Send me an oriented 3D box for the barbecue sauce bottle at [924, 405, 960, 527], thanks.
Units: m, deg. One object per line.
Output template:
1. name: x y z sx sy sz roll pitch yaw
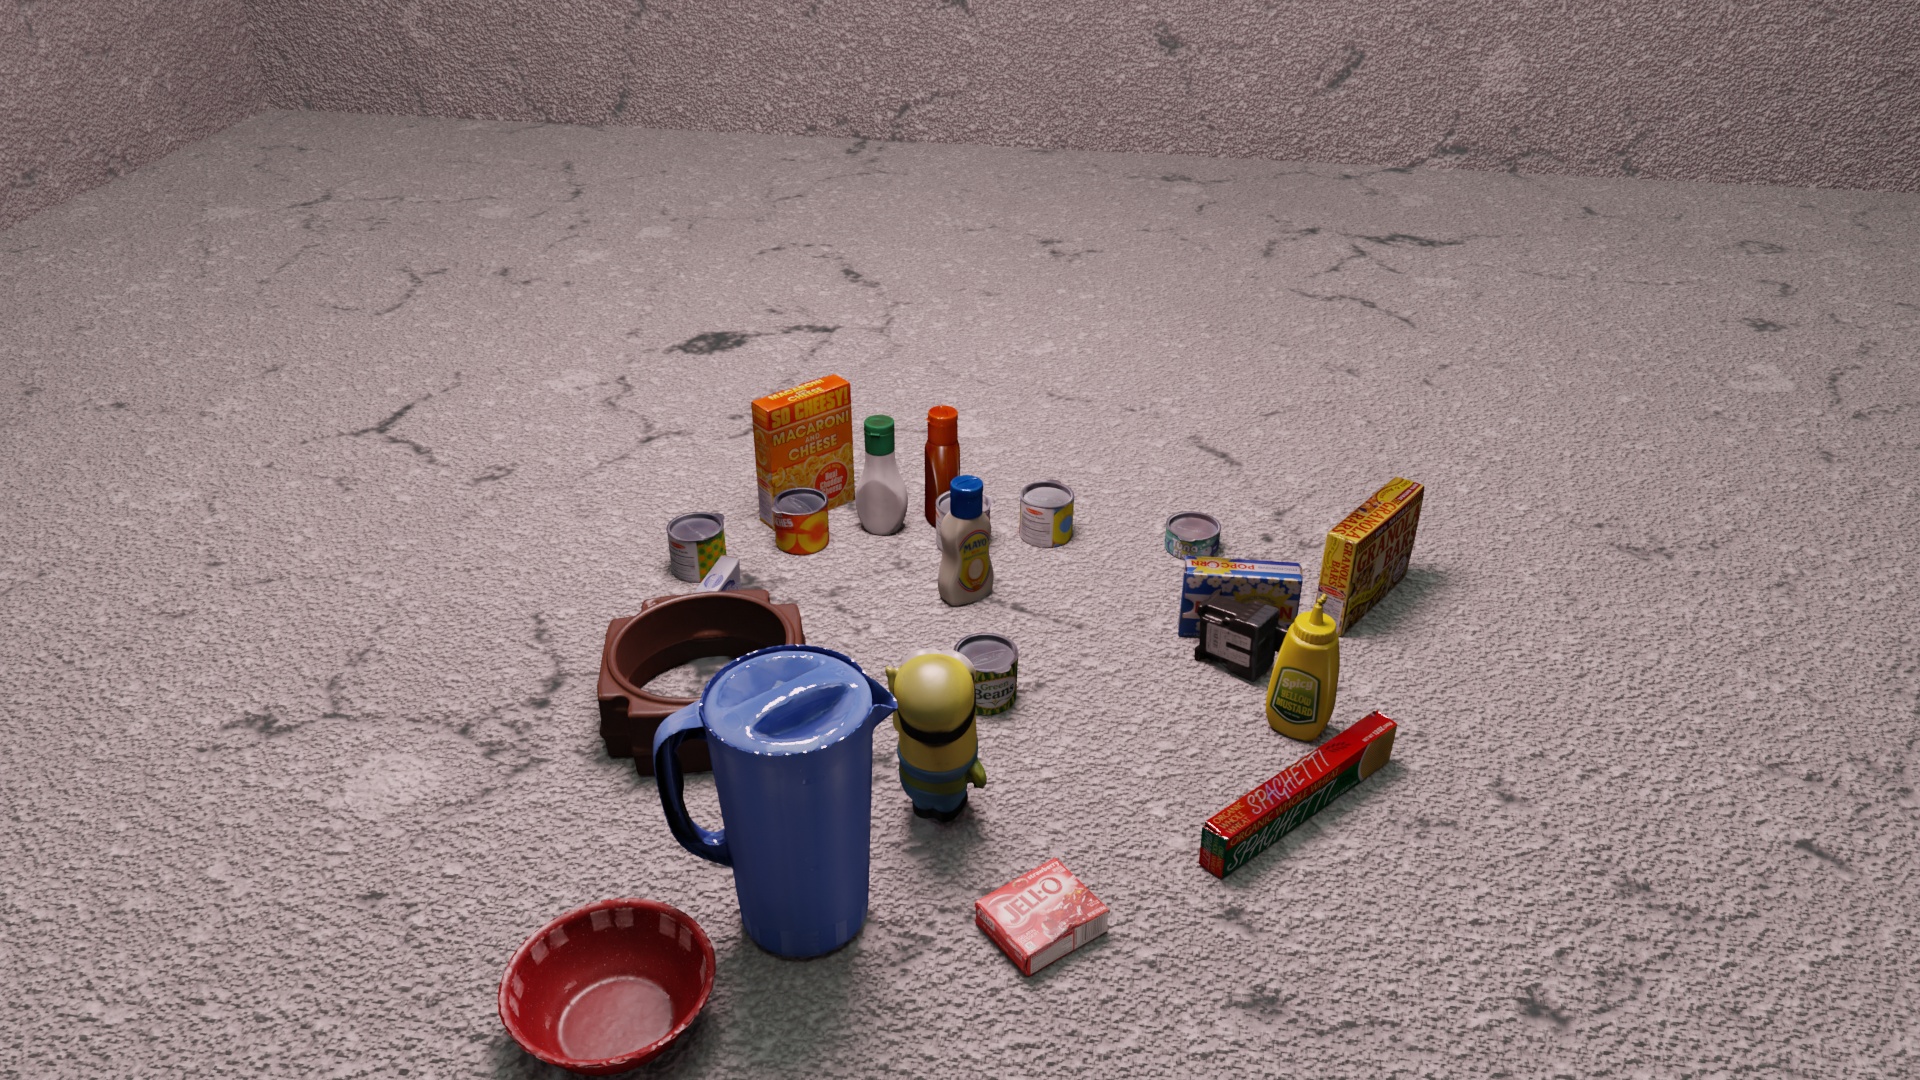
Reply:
1. barbecue sauce bottle: -0.022 -0.091 1.696 0.044 0.147 0.065 -7 32 -12

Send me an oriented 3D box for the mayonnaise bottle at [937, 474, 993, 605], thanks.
1. mayonnaise bottle: 0.006 -0.001 1.551 0.065 0.147 0.041 -19 37 -28

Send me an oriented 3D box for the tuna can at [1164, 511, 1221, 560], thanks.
1. tuna can: 0.278 -0.004 1.669 0.071 0.032 0.071 0 32 0

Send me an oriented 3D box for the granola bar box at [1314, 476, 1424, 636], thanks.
1. granola bar box: 0.457 0.016 1.553 0.039 0.123 0.166 24 39 33

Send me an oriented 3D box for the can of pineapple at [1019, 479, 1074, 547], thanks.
1. can of pineapple: 0.106 -0.033 1.689 0.071 0.057 0.071 0 32 0

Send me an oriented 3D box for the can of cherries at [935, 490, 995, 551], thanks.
1. can of cherries: 0.006 -0.021 1.668 0.071 0.058 0.072 0 32 0

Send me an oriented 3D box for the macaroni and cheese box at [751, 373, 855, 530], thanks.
1. macaroni and cheese box: -0.192 -0.109 1.705 0.124 0.165 0.040 -24 39 -34

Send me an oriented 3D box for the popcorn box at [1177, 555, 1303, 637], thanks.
1. popcorn box: 0.303 0.064 1.510 0.127 0.084 0.038 4 32 5

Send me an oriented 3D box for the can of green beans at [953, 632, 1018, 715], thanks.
1. can of green beans: 0.026 0.136 1.417 0.071 0.057 0.071 0 32 0

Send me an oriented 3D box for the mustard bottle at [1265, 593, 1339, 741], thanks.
1. mustard bottle: 0.337 0.119 1.352 0.065 0.159 0.049 17 35 25

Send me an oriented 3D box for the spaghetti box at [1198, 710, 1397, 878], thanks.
1. spaghetti box: 0.313 0.230 1.277 0.251 0.050 0.029 -23 39 -33

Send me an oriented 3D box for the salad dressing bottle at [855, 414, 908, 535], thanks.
1. salad dressing bottle: -0.096 -0.079 1.676 0.064 0.146 0.044 7 32 11

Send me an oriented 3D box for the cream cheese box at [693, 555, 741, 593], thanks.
1. cream cheese box: -0.271 0.066 1.529 0.024 0.053 0.104 8 33 12

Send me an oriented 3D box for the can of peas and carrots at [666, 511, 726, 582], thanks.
1. can of peas and carrots: -0.305 0.006 1.620 0.071 0.058 0.071 0 32 0

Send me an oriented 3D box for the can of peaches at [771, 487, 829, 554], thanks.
1. can of peaches: -0.193 -0.023 1.669 0.071 0.057 0.071 0 32 0
